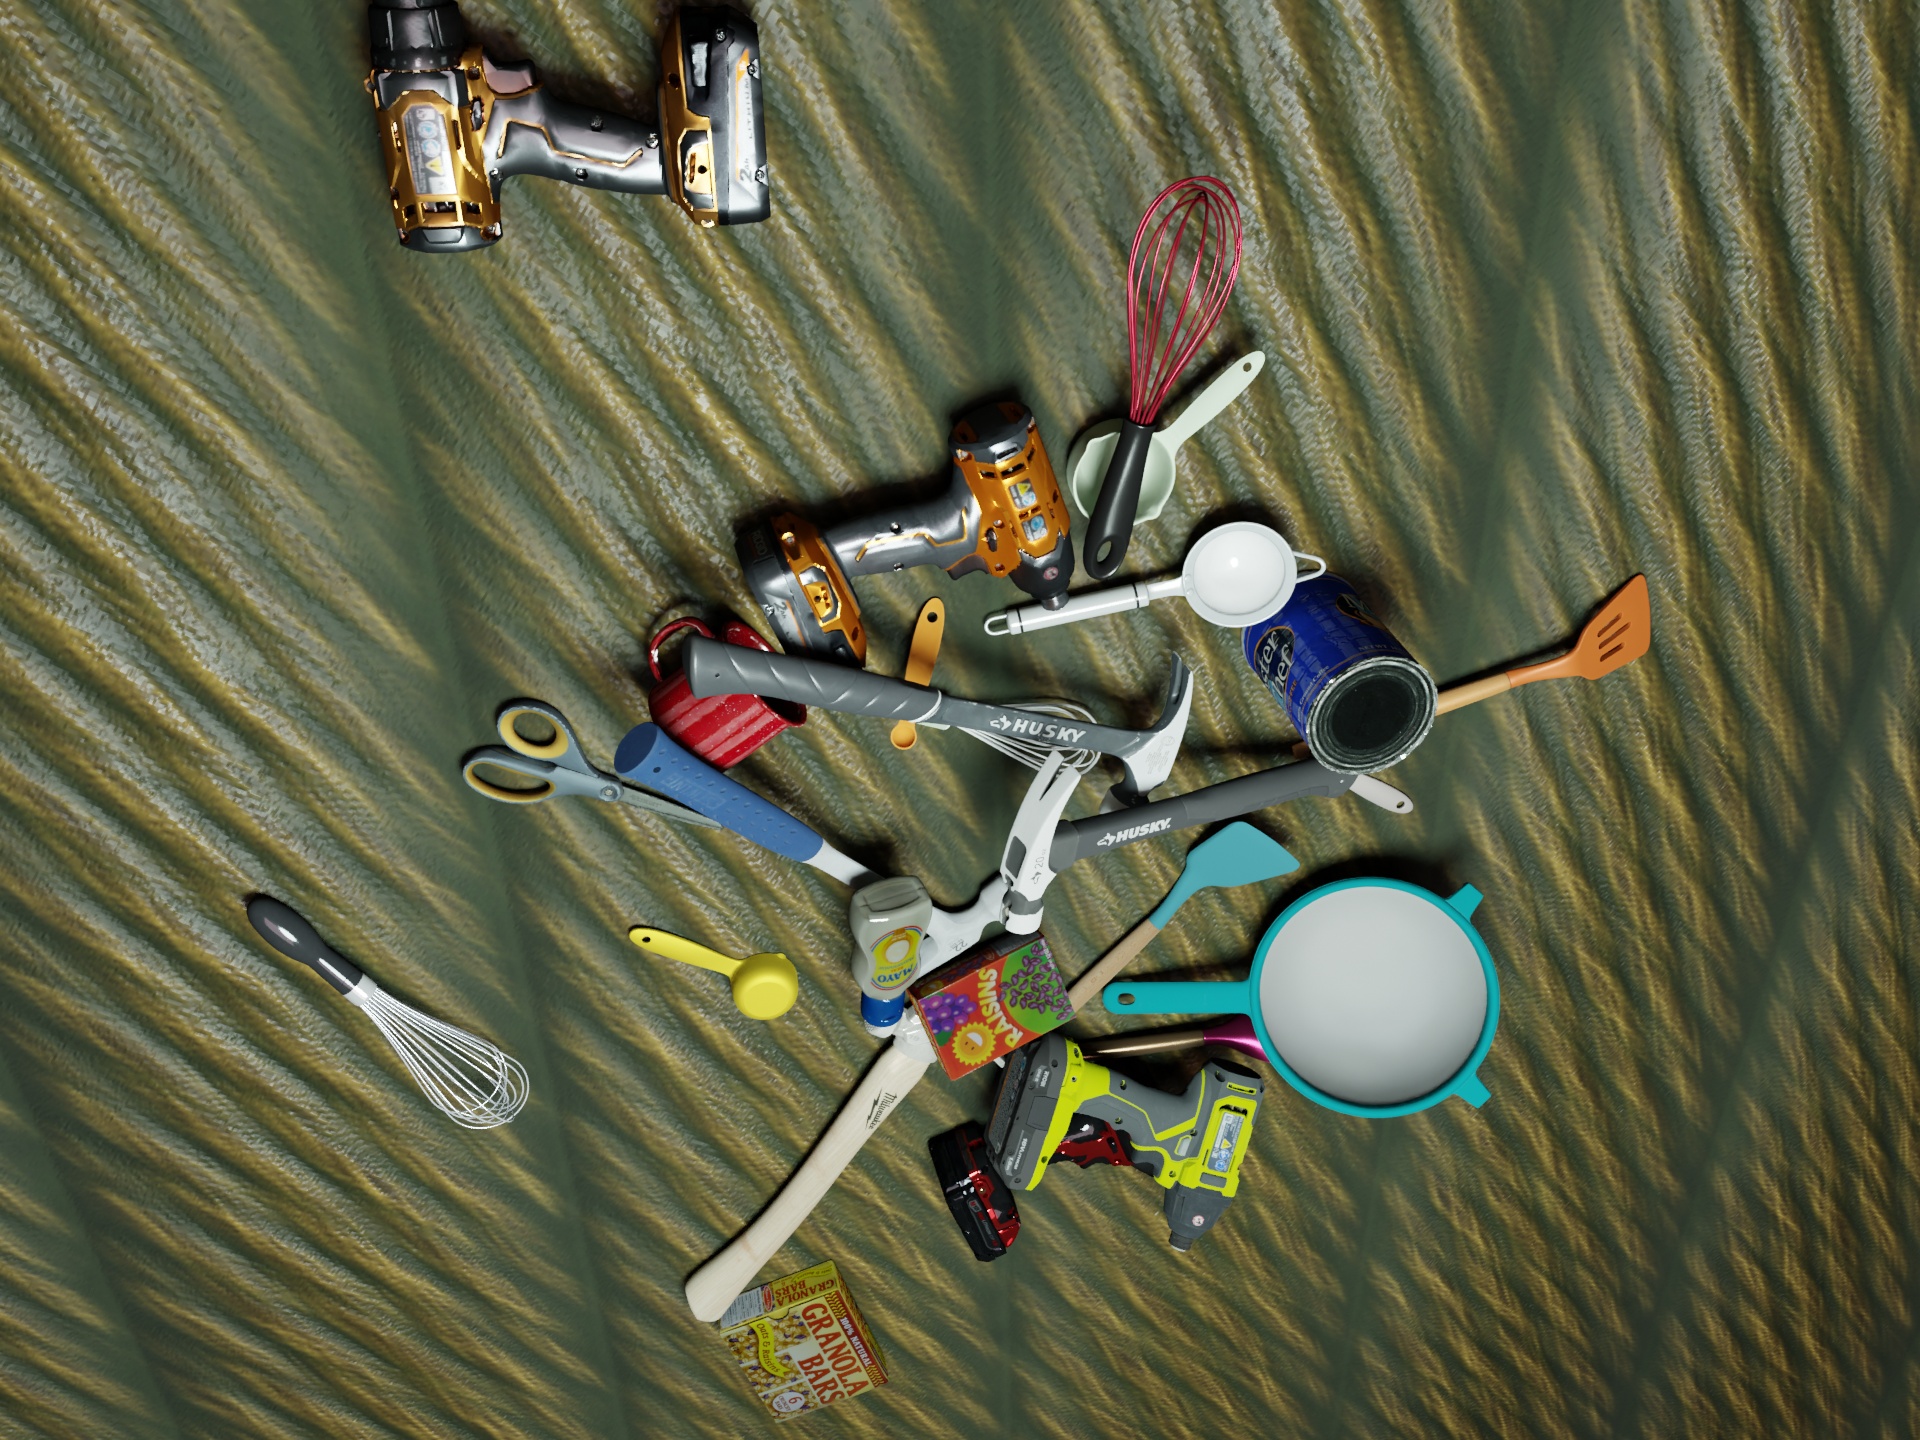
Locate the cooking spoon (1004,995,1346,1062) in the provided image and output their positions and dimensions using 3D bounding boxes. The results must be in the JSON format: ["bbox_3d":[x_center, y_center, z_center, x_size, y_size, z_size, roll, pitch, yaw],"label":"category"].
[{"bbox_3d":[0.197,0.295,1.463,0.319,0.069,0.017,-7,153,-3],"label":"cooking spoon"}]

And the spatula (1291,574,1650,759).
[{"bbox_3d":[0.430,-0.030,1.331,0.322,0.041,0.081,-19,124,4],"label":"spatula"}]

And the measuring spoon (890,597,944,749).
[{"bbox_3d":[-0.031,-0.035,1.197,0.021,0.011,0.117,13,90,-3],"label":"measuring spoon"}]

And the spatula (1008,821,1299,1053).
[{"bbox_3d":[0.154,0.201,1.393,0.082,0.044,0.317,35,108,-28],"label":"spatula"}]

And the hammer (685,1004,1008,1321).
[{"bbox_3d":[-0.122,0.419,1.471,0.146,0.038,0.410,26,113,-28],"label":"hammer"}]

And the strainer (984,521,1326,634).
[{"bbox_3d":[0.144,-0.100,1.208,0.258,0.050,0.086,-12,118,1],"label":"strainer"}]

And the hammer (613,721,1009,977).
[{"bbox_3d":[-0.112,0.107,1.219,0.144,0.035,0.405,-39,138,13],"label":"hammer"}]

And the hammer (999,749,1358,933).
[{"bbox_3d":[0.182,0.064,1.240,0.334,0.035,0.146,-12,129,-29],"label":"hammer"}]

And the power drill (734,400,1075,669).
[{"bbox_3d":[-0.028,-0.110,1.137,0.226,0.084,0.164,-26,126,-1],"label":"power drill"}]

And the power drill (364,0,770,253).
[{"bbox_3d":[-0.229,-0.373,0.926,0.226,0.084,0.185,-4,121,-6],"label":"power drill"}]

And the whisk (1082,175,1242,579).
[{"bbox_3d":[0.127,-0.221,1.074,0.073,0.073,0.295,2,127,-15],"label":"whisk"}]

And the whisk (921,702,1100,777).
[{"bbox_3d":[-0.002,-0.004,1.233,0.246,0.058,0.059,14,83,-18],"label":"whisk"}]

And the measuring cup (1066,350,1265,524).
[{"bbox_3d":[0.147,-0.210,1.141,0.167,0.038,0.083,-41,121,11],"label":"measuring cup"}]

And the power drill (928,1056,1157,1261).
[{"bbox_3d":[0.094,0.412,1.496,0.219,0.079,0.143,-24,124,-2],"label":"power drill"}]

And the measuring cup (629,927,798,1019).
[{"bbox_3d":[-0.204,0.208,1.321,0.156,0.029,0.062,26,112,-28],"label":"measuring cup"}]

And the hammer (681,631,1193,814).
[{"bbox_3d":[-0.007,-0.011,1.143,0.408,0.036,0.149,11,117,-29],"label":"hammer"}]

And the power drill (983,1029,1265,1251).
[{"bbox_3d":[0.143,0.368,1.405,0.223,0.080,0.171,17,93,-11],"label":"power drill"}]

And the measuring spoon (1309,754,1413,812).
[{"bbox_3d":[0.347,0.058,1.367,0.124,0.018,0.034,24,113,-26],"label":"measuring spoon"}]

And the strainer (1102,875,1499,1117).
[{"bbox_3d":[0.302,0.240,1.429,0.340,0.095,0.211,-3,93,13],"label":"strainer"}]

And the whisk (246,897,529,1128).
[{"bbox_3d":[-0.453,0.232,1.265,0.070,0.070,0.284,-35,118,9],"label":"whisk"}]
